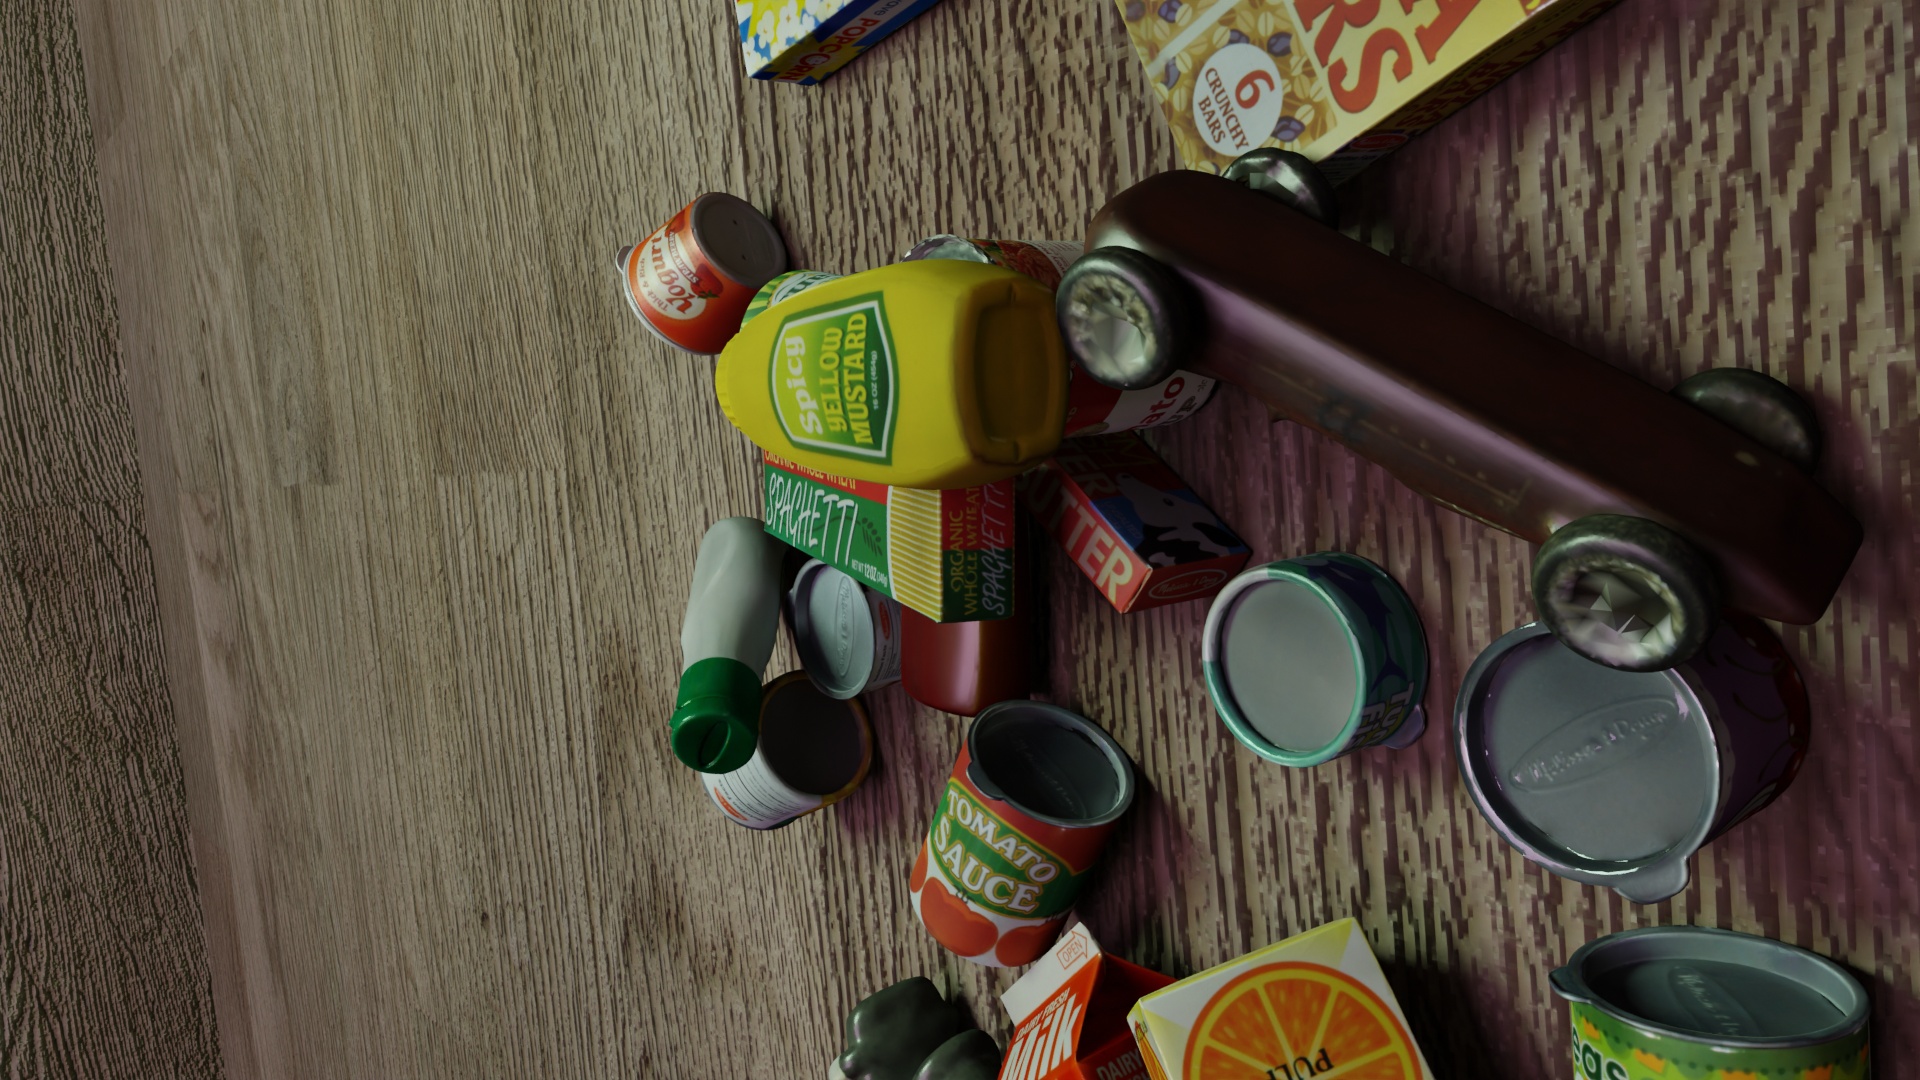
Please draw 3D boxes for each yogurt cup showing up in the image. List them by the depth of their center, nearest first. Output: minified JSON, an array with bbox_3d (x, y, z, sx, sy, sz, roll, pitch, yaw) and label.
[{"bbox_3d":[-0.121,-0.131,0.673,0.053,0.072,0.072,-34,71,40],"label":"yogurt cup"}]

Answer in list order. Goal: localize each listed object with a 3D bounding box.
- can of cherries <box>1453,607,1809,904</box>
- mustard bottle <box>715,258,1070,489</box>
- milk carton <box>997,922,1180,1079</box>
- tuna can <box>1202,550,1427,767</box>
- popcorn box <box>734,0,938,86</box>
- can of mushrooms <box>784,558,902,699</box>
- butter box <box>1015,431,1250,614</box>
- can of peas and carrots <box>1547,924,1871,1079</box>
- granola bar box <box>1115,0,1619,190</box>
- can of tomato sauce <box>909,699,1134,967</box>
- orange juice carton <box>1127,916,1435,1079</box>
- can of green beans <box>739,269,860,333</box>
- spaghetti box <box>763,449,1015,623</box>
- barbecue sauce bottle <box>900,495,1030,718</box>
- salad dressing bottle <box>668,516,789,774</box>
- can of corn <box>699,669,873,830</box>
[{"bbox_3d":[0.172,0.050,0.355,0.071,0.058,0.071,12,106,48],"label":"can of cherries"},{"bbox_3d":[-0.035,-0.049,0.430,0.160,0.049,0.065,4,99,50],"label":"mustard bottle"},{"bbox_3d":[0.075,0.236,0.497,0.191,0.074,0.072,58,136,26],"label":"milk carton"},{"bbox_3d":[0.113,0.040,0.444,0.071,0.033,0.071,13,107,49],"label":"tuna can"},{"bbox_3d":[-0.049,-0.254,0.580,0.126,0.038,0.085,-10,90,51],"label":"popcorn box"},{"bbox_3d":[-0.049,0.037,0.640,0.071,0.033,0.071,14,109,48],"label":"can of mushrooms"},{"bbox_3d":[0.049,-0.019,0.495,0.104,0.053,0.024,50,130,32],"label":"butter box"},{"bbox_3d":[0.186,0.137,0.346,0.071,0.071,0.058,2,99,50],"label":"can of peas and carrots"},{"bbox_3d":[0.097,-0.193,0.405,0.123,0.039,0.165,-30,78,48],"label":"granola bar box"},{"bbox_3d":[0.021,0.115,0.542,0.071,0.071,0.082,46,130,35],"label":"can of tomato sauce"},{"bbox_3d":[0.121,0.218,0.407,0.071,0.073,0.193,82,167,-66],"label":"orange juice carton"},{"bbox_3d":[-0.053,-0.081,0.597,0.058,0.071,0.071,20,112,48],"label":"can of green beans"},{"bbox_3d":[-0.039,-0.013,0.561,0.250,0.029,0.050,-161,70,-67],"label":"spaghetti box"},{"bbox_3d":[0.002,-0.007,0.562,0.065,0.044,0.148,16,109,55],"label":"barbecue sauce bottle"},{"bbox_3d":[-0.107,0.046,0.647,0.148,0.044,0.064,-94,29,-56],"label":"salad dressing bottle"},{"bbox_3d":[-0.083,0.099,0.671,0.058,0.071,0.071,-32,72,48],"label":"can of corn"}]
